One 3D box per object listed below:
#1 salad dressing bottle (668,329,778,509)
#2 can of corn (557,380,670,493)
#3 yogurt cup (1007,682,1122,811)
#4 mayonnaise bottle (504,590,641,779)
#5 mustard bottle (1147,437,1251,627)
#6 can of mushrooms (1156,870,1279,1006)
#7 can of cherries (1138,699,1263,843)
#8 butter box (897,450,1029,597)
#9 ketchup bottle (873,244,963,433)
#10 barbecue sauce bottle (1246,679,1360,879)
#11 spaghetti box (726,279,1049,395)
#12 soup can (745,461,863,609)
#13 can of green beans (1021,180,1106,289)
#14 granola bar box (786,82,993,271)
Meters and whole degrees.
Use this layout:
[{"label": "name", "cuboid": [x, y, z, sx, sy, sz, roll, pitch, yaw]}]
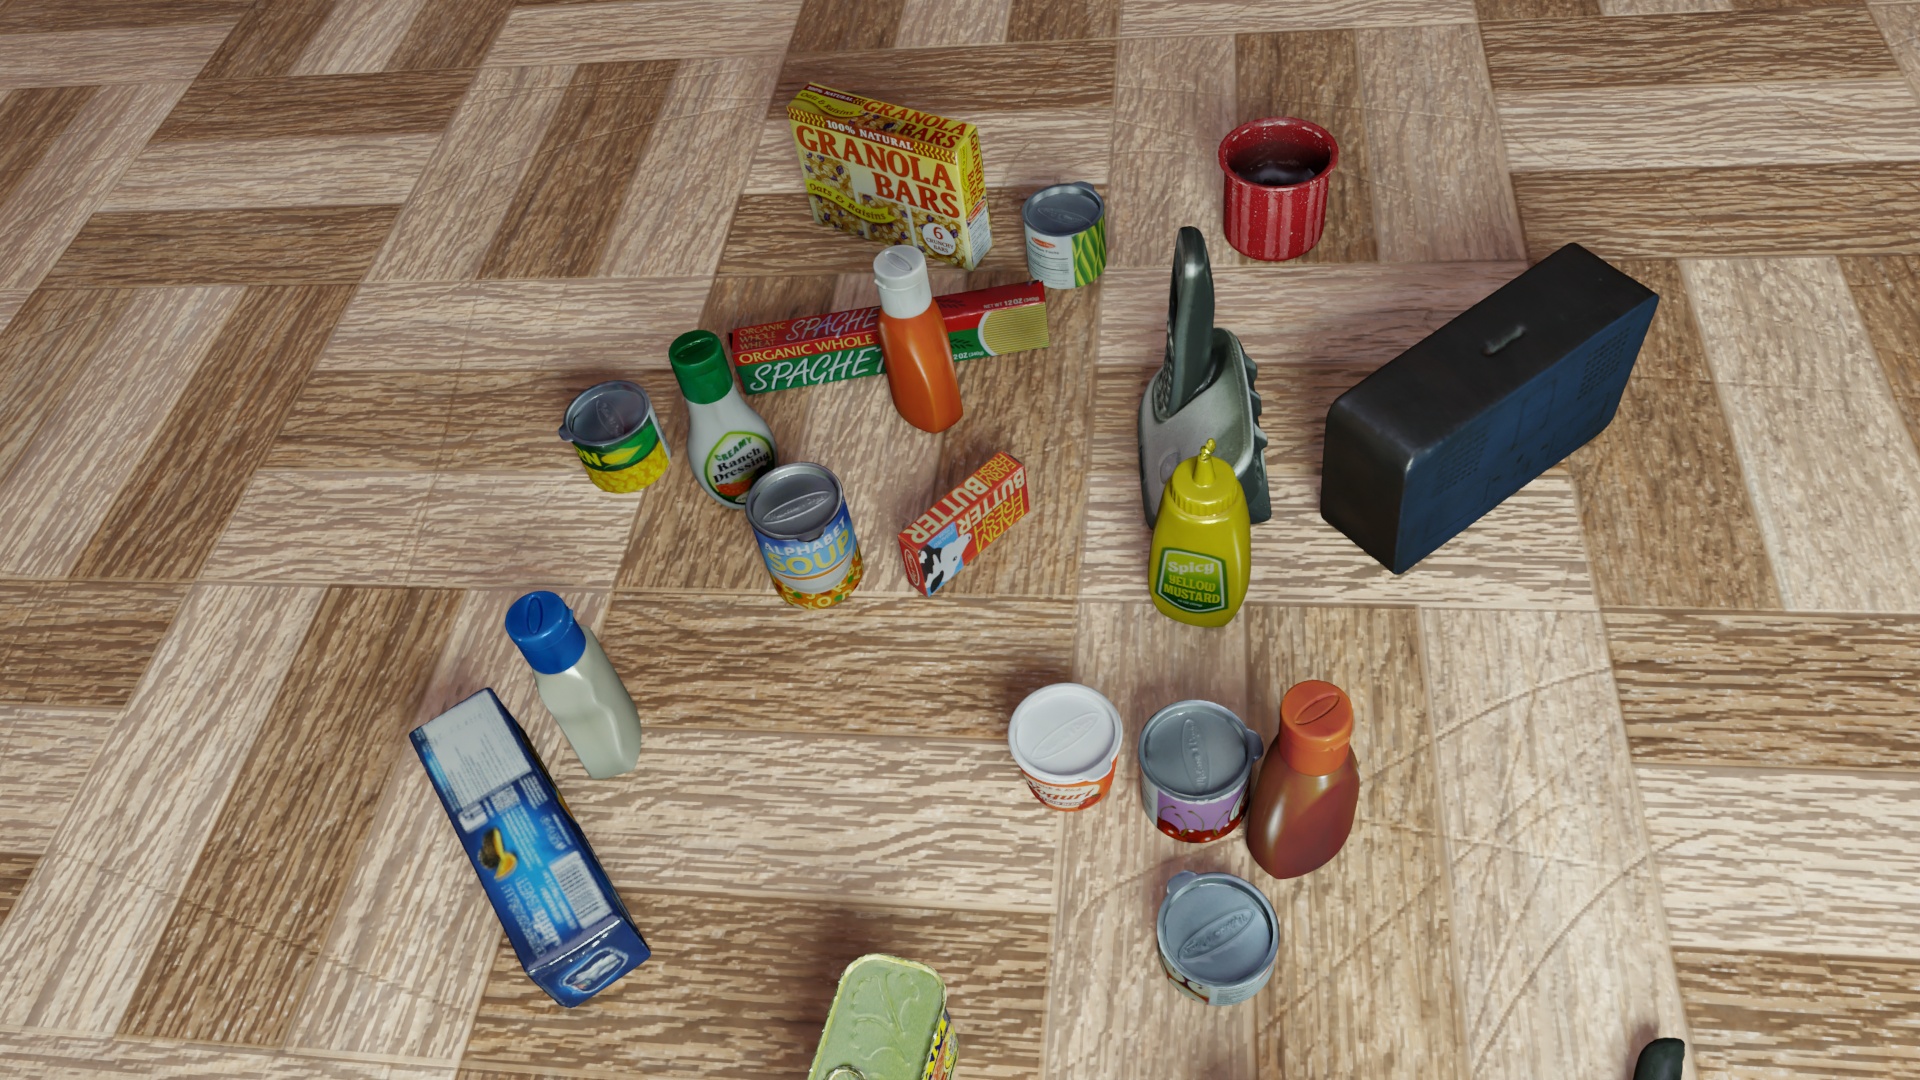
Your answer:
[{"label": "salad dressing bottle", "cuboid": [-0.170, -0.084, 0.985, 0.064, 0.147, 0.044, -26, 53, -12]}, {"label": "can of corn", "cuboid": [-0.261, -0.076, 1.050, 0.071, 0.058, 0.071, -4, 51, 5]}, {"label": "yogurt cup", "cuboid": [0.065, 0.128, 0.841, 0.072, 0.053, 0.073, -4, 51, 5]}, {"label": "mayonnaise bottle", "cuboid": [-0.238, 0.087, 0.859, 0.041, 0.147, 0.065, -13, 51, -2]}, {"label": "mustard bottle", "cuboid": [0.150, -0.007, 0.867, 0.065, 0.159, 0.049, 10, 54, 17]}, {"label": "can of mushrooms", "cuboid": [0.141, 0.219, 0.770, 0.071, 0.033, 0.071, -4, 51, 5]}, {"label": "can of cherries", "cuboid": [0.141, 0.137, 0.819, 0.071, 0.058, 0.072, -4, 51, 5]}, {"label": "butter box", "cuboid": [0.003, -0.012, 0.962, 0.104, 0.053, 0.024, -40, 57, -21]}, {"label": "ketchup bottle", "cuboid": [-0.034, -0.147, 1.013, 0.044, 0.148, 0.065, -36, 55, -18]}, {"label": "barbecue sauce bottle", "cuboid": [0.190, 0.130, 0.759, 0.065, 0.147, 0.044, -30, 54, -14]}, {"label": "spaghetti box", "cuboid": [-0.055, -0.158, 1.089, 0.250, 0.050, 0.029, -9, 51, 2]}, {"label": "soup can", "cuboid": [-0.104, 0.000, 0.949, 0.071, 0.083, 0.072, -4, 52, 6]}, {"label": "can of green beans", "cuboid": [0.086, -0.248, 1.133, 0.071, 0.057, 0.071, -4, 51, 5]}, {"label": "granola bar box", "cuboid": [-0.057, -0.303, 1.156, 0.166, 0.123, 0.039, 22, 58, 24]}]
